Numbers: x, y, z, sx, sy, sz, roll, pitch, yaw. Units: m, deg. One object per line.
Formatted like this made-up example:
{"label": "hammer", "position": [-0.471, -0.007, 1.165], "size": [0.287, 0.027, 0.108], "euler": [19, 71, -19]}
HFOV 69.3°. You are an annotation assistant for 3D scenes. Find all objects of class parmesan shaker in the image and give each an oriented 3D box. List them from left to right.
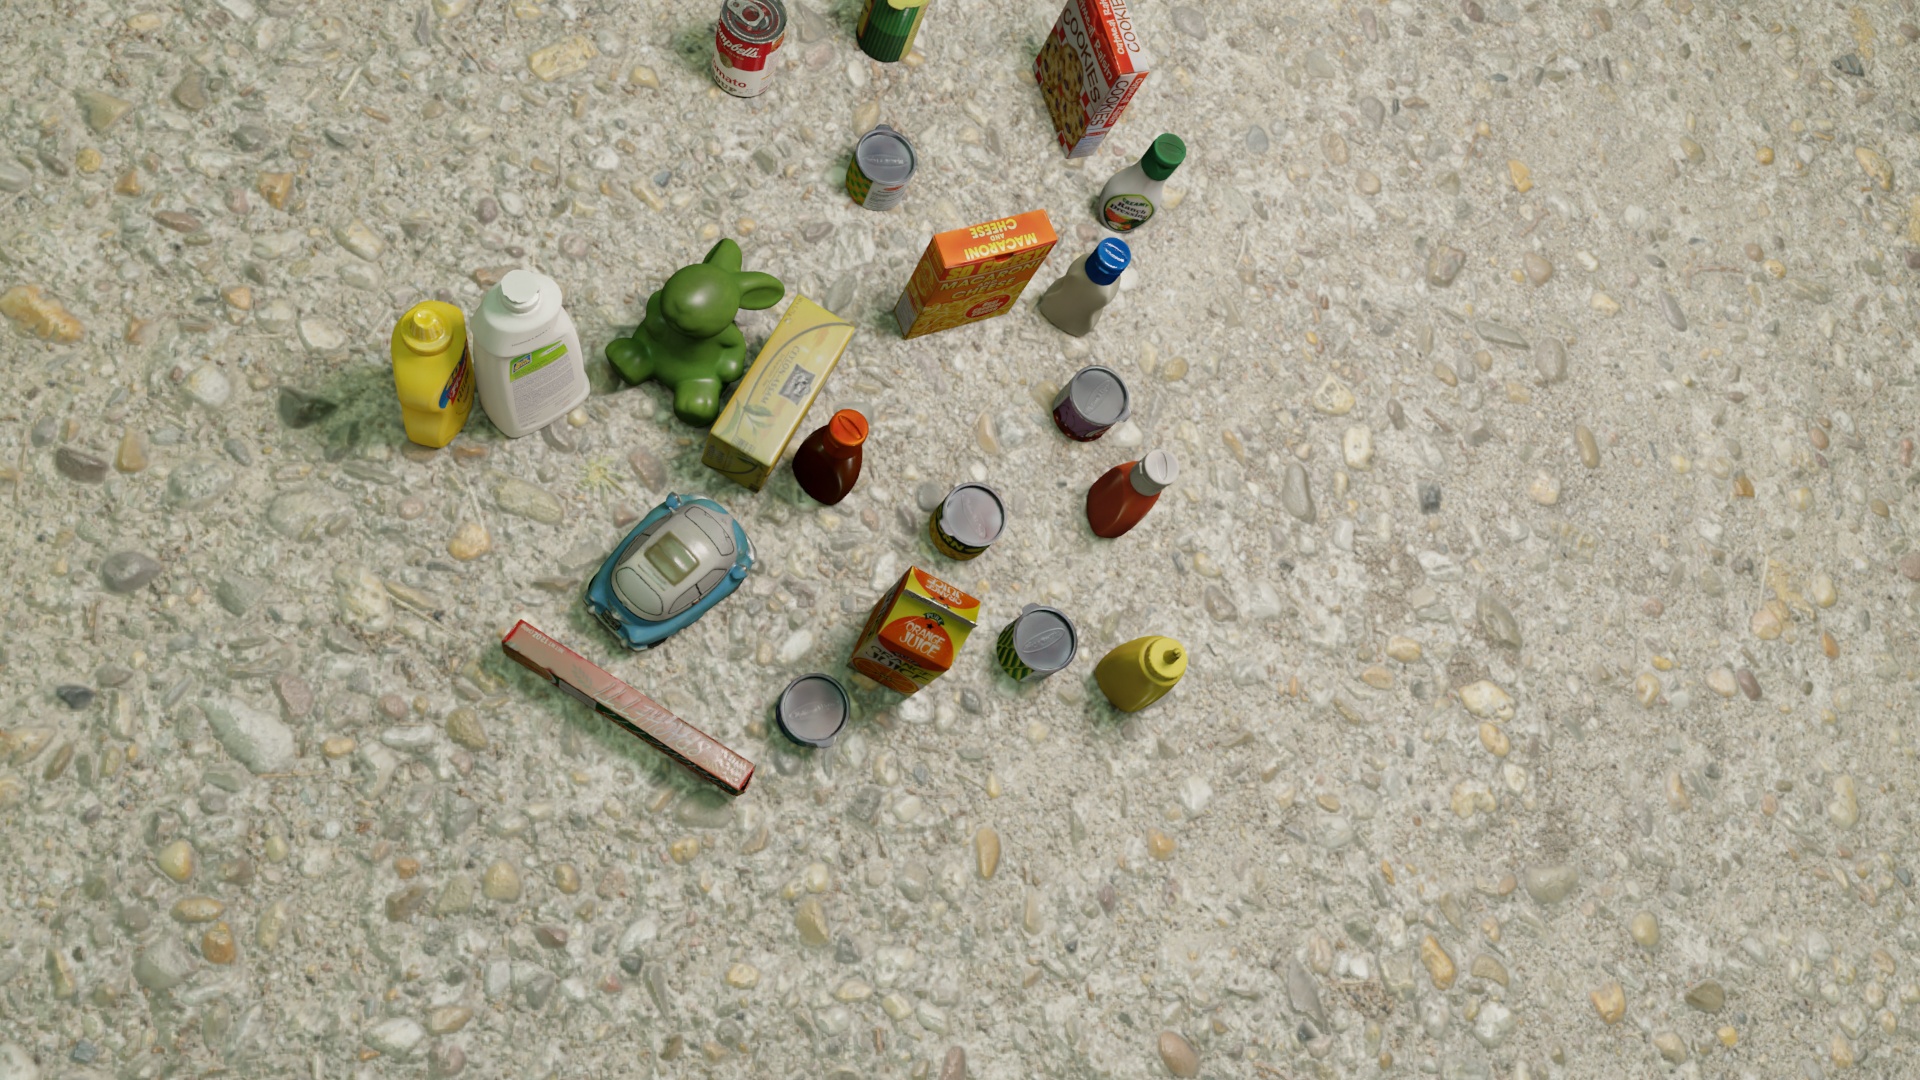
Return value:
{"label": "parmesan shaker", "position": [-0.073, -0.570, 1.497], "size": [0.071, 0.102, 0.071], "euler": [5, 73, -15]}

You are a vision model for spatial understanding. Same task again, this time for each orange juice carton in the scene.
{"label": "orange juice carton", "position": [-0.041, 0.082, 1.261], "size": [0.072, 0.192, 0.073], "euler": [28, 69, -7]}

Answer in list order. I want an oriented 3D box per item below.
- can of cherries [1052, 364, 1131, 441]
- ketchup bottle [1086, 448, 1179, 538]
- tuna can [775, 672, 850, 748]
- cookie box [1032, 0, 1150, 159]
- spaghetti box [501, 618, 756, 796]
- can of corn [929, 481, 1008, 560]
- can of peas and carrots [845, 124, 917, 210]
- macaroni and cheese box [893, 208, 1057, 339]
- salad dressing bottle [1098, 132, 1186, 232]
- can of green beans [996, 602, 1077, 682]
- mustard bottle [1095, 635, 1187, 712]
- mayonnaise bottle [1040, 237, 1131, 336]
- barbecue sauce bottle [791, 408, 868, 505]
{"label": "can of cherries", "position": [0.138, -0.140, 1.453], "size": [0.071, 0.058, 0.071], "euler": [5, 73, -15]}
{"label": "ketchup bottle", "position": [0.171, -0.051, 1.387], "size": [0.043, 0.148, 0.065], "euler": [2, 74, -16]}
{"label": "tuna can", "position": [-0.137, 0.161, 1.295], "size": [0.071, 0.032, 0.071], "euler": [5, 73, -15]}
{"label": "cookie box", "position": [0.138, -0.513, 1.507], "size": [0.040, 0.167, 0.123], "euler": [-14, 79, -20]}
{"label": "spaghetti box", "position": [-0.295, 0.152, 1.242], "size": [0.250, 0.050, 0.029], "euler": [33, 68, -5]}
{"label": "can of corn", "position": [0.005, -0.017, 1.377], "size": [0.071, 0.058, 0.071], "euler": [5, 73, -15]}
{"label": "can of peas and carrots", "position": [-0.084, -0.392, 1.463], "size": [0.071, 0.058, 0.071], "euler": [5, 73, -15]}
{"label": "macaroni and cheese box", "position": [0.013, -0.265, 1.395], "size": [0.124, 0.166, 0.040], "euler": [-18, 80, -20]}
{"label": "salad dressing bottle", "position": [0.196, -0.385, 1.496], "size": [0.064, 0.147, 0.044], "euler": [16, 70, -11]}
{"label": "can of green beans", "position": [0.074, 0.102, 1.361], "size": [0.071, 0.057, 0.071], "euler": [5, 73, -15]}
{"label": "mustard bottle", "position": [0.181, 0.123, 1.331], "size": [0.049, 0.159, 0.065], "euler": [-33, 85, -22]}
{"label": "mayonnaise bottle", "position": [0.134, -0.265, 1.441], "size": [0.065, 0.147, 0.041], "euler": [34, 68, -5]}
{"label": "barbecue sauce bottle", "position": [-0.120, -0.081, 1.311], "size": [0.065, 0.148, 0.044], "euler": [46, 68, 1]}
